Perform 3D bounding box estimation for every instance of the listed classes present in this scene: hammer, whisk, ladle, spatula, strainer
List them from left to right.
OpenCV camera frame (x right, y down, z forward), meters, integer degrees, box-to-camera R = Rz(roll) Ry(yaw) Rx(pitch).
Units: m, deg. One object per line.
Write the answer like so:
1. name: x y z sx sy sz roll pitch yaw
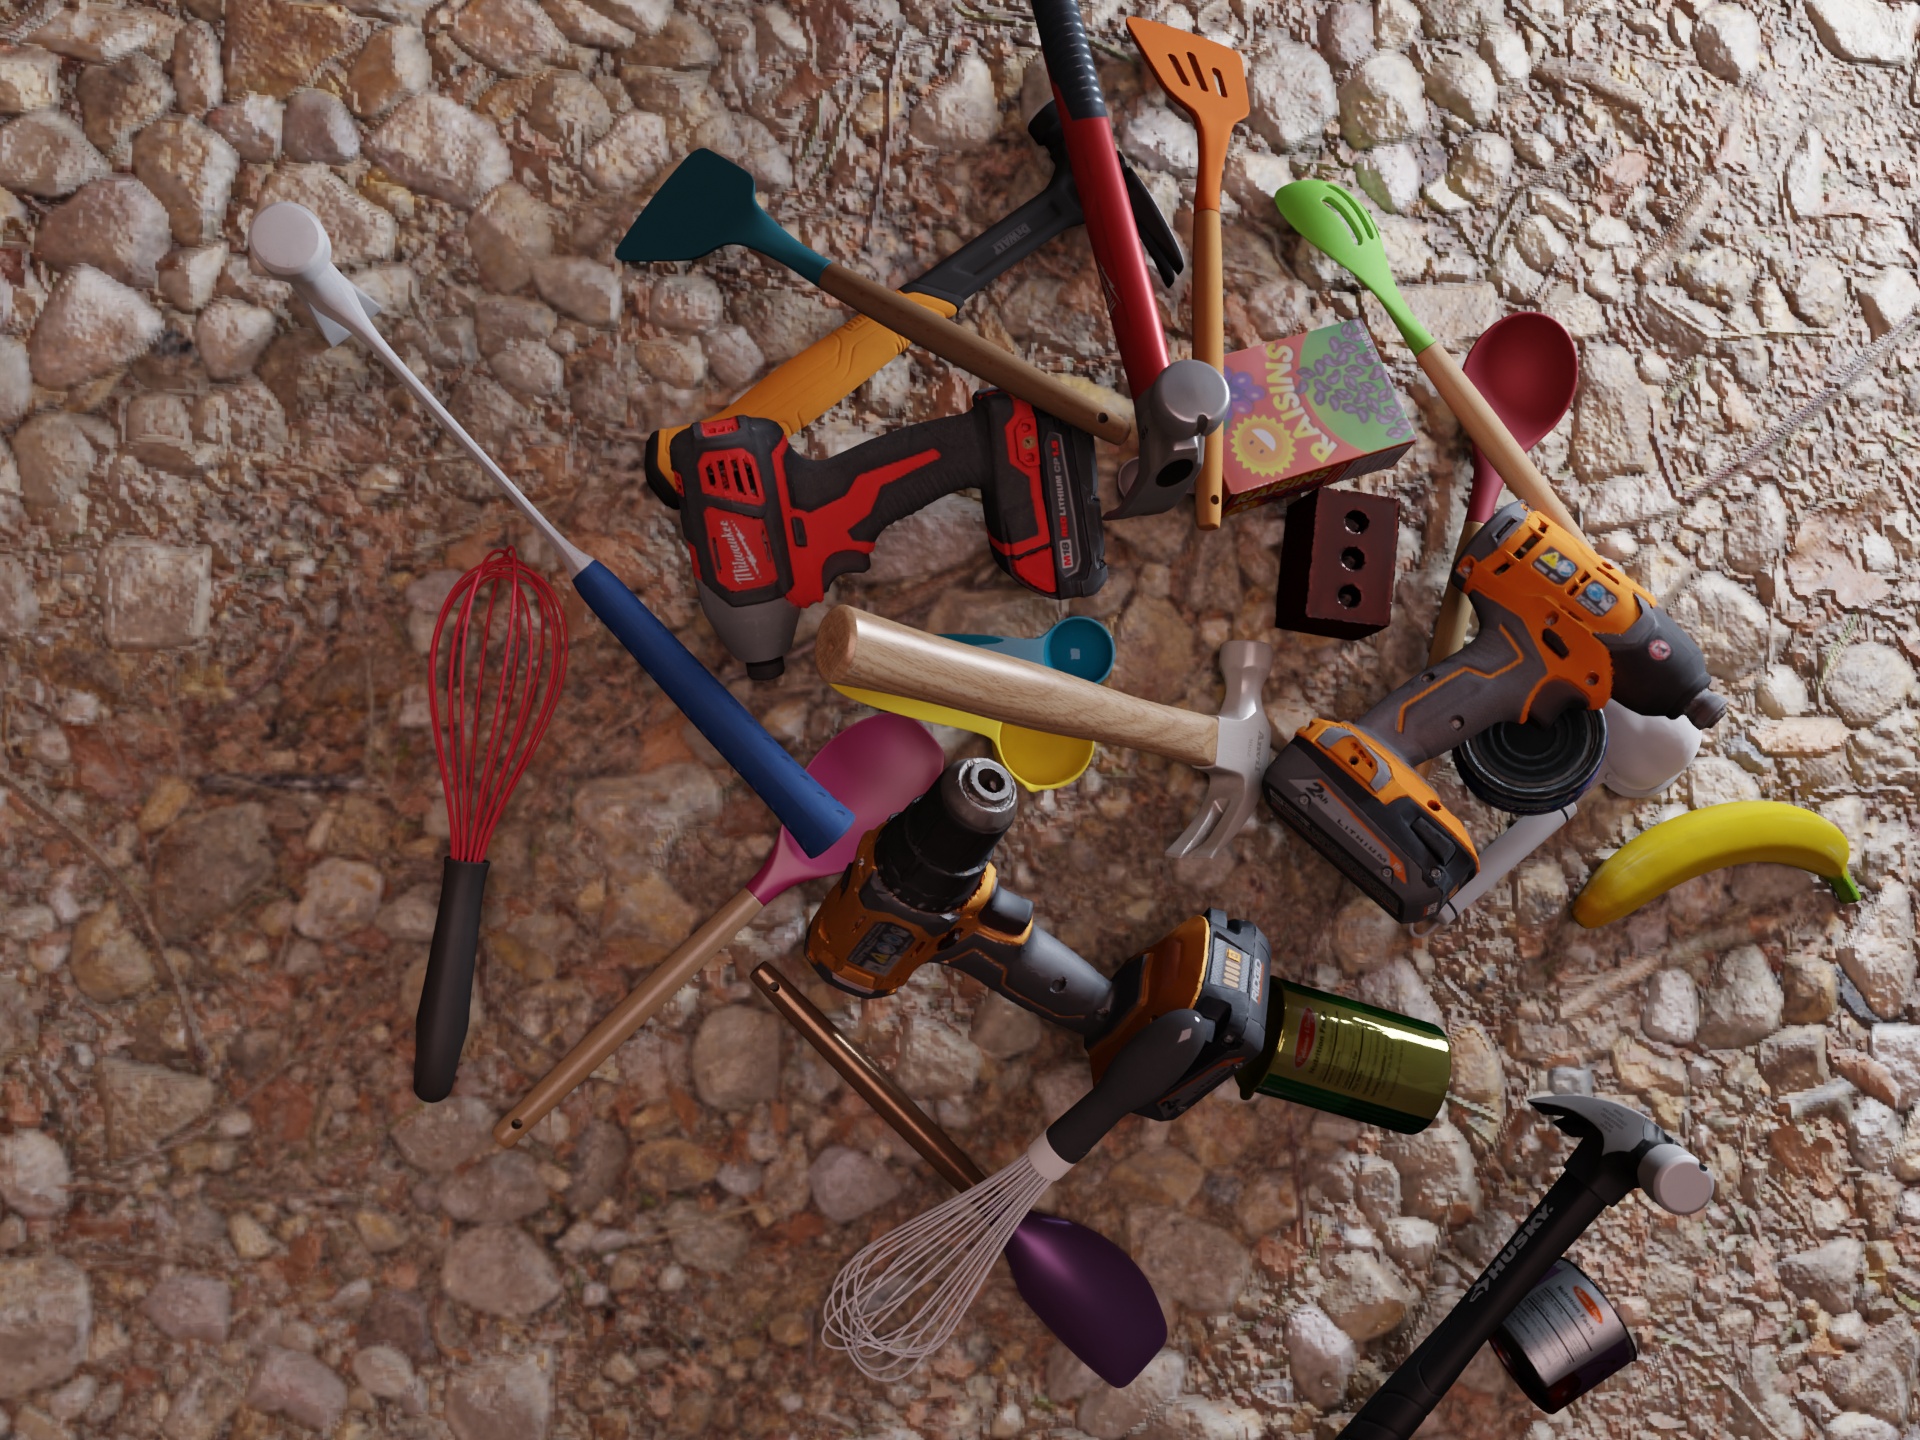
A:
1. whisk: -0.257 0.054 0.838 0.073 0.073 0.296 8 89 -9
2. hammer: -0.203 -0.087 0.828 0.035 0.144 0.405 -43 99 -8
3. spatula: -0.047 -0.221 0.845 0.317 0.044 0.082 31 79 14
4. hammer: -0.032 -0.220 0.907 0.337 0.034 0.127 -37 91 -10
5. spatula: -0.001 0.247 0.884 0.316 0.018 0.060 45 79 -5
6. whisk: 0.027 0.243 0.818 0.070 0.070 0.284 41 109 -5
7. hammer: 0.058 -0.004 0.814 0.331 0.031 0.130 13 79 -44
8. hammer: 0.069 -0.303 0.875 0.038 0.143 0.386 -9 75 -10
9. spatula: 0.136 -0.262 0.909 0.081 0.041 0.323 7 78 -23
10. hammer: 0.270 0.347 0.885 0.035 0.146 0.335 39 92 -5
11. ladle: 0.307 -0.093 0.958 0.069 0.031 0.315 15 85 2
12. strainer: 0.367 0.048 0.953 0.258 0.050 0.086 -39 107 -7

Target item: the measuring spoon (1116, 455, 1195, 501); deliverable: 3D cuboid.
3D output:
1. measuring spoon: 0.149 -0.138 0.943 0.124 0.018 0.034 -3 73 -16

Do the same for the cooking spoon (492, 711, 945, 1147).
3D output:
1. cooking spoon: -0.132 0.114 0.872 0.319 0.017 0.068 -44 98 -10

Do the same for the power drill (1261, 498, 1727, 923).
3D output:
1. power drill: 0.298 0.004 0.883 0.226 0.084 0.164 -45 68 -4

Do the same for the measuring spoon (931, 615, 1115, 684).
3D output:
1. measuring spoon: 0.024 -0.038 0.914 0.128 0.021 0.042 1 85 0

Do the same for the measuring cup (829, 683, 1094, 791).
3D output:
1. measuring cup: -0.001 -0.003 0.897 0.156 0.029 0.062 17 82 -7

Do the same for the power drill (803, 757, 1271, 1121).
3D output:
1. power drill: 0.049 0.111 0.824 0.226 0.185 0.084 24 48 -10

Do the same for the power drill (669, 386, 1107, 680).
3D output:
1. power drill: -0.038 -0.104 0.864 0.219 0.079 0.143 -10 110 -7

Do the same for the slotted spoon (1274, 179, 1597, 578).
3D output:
1. slotted spoon: 0.291 -0.199 0.937 0.070 0.031 0.314 -32 85 -45
